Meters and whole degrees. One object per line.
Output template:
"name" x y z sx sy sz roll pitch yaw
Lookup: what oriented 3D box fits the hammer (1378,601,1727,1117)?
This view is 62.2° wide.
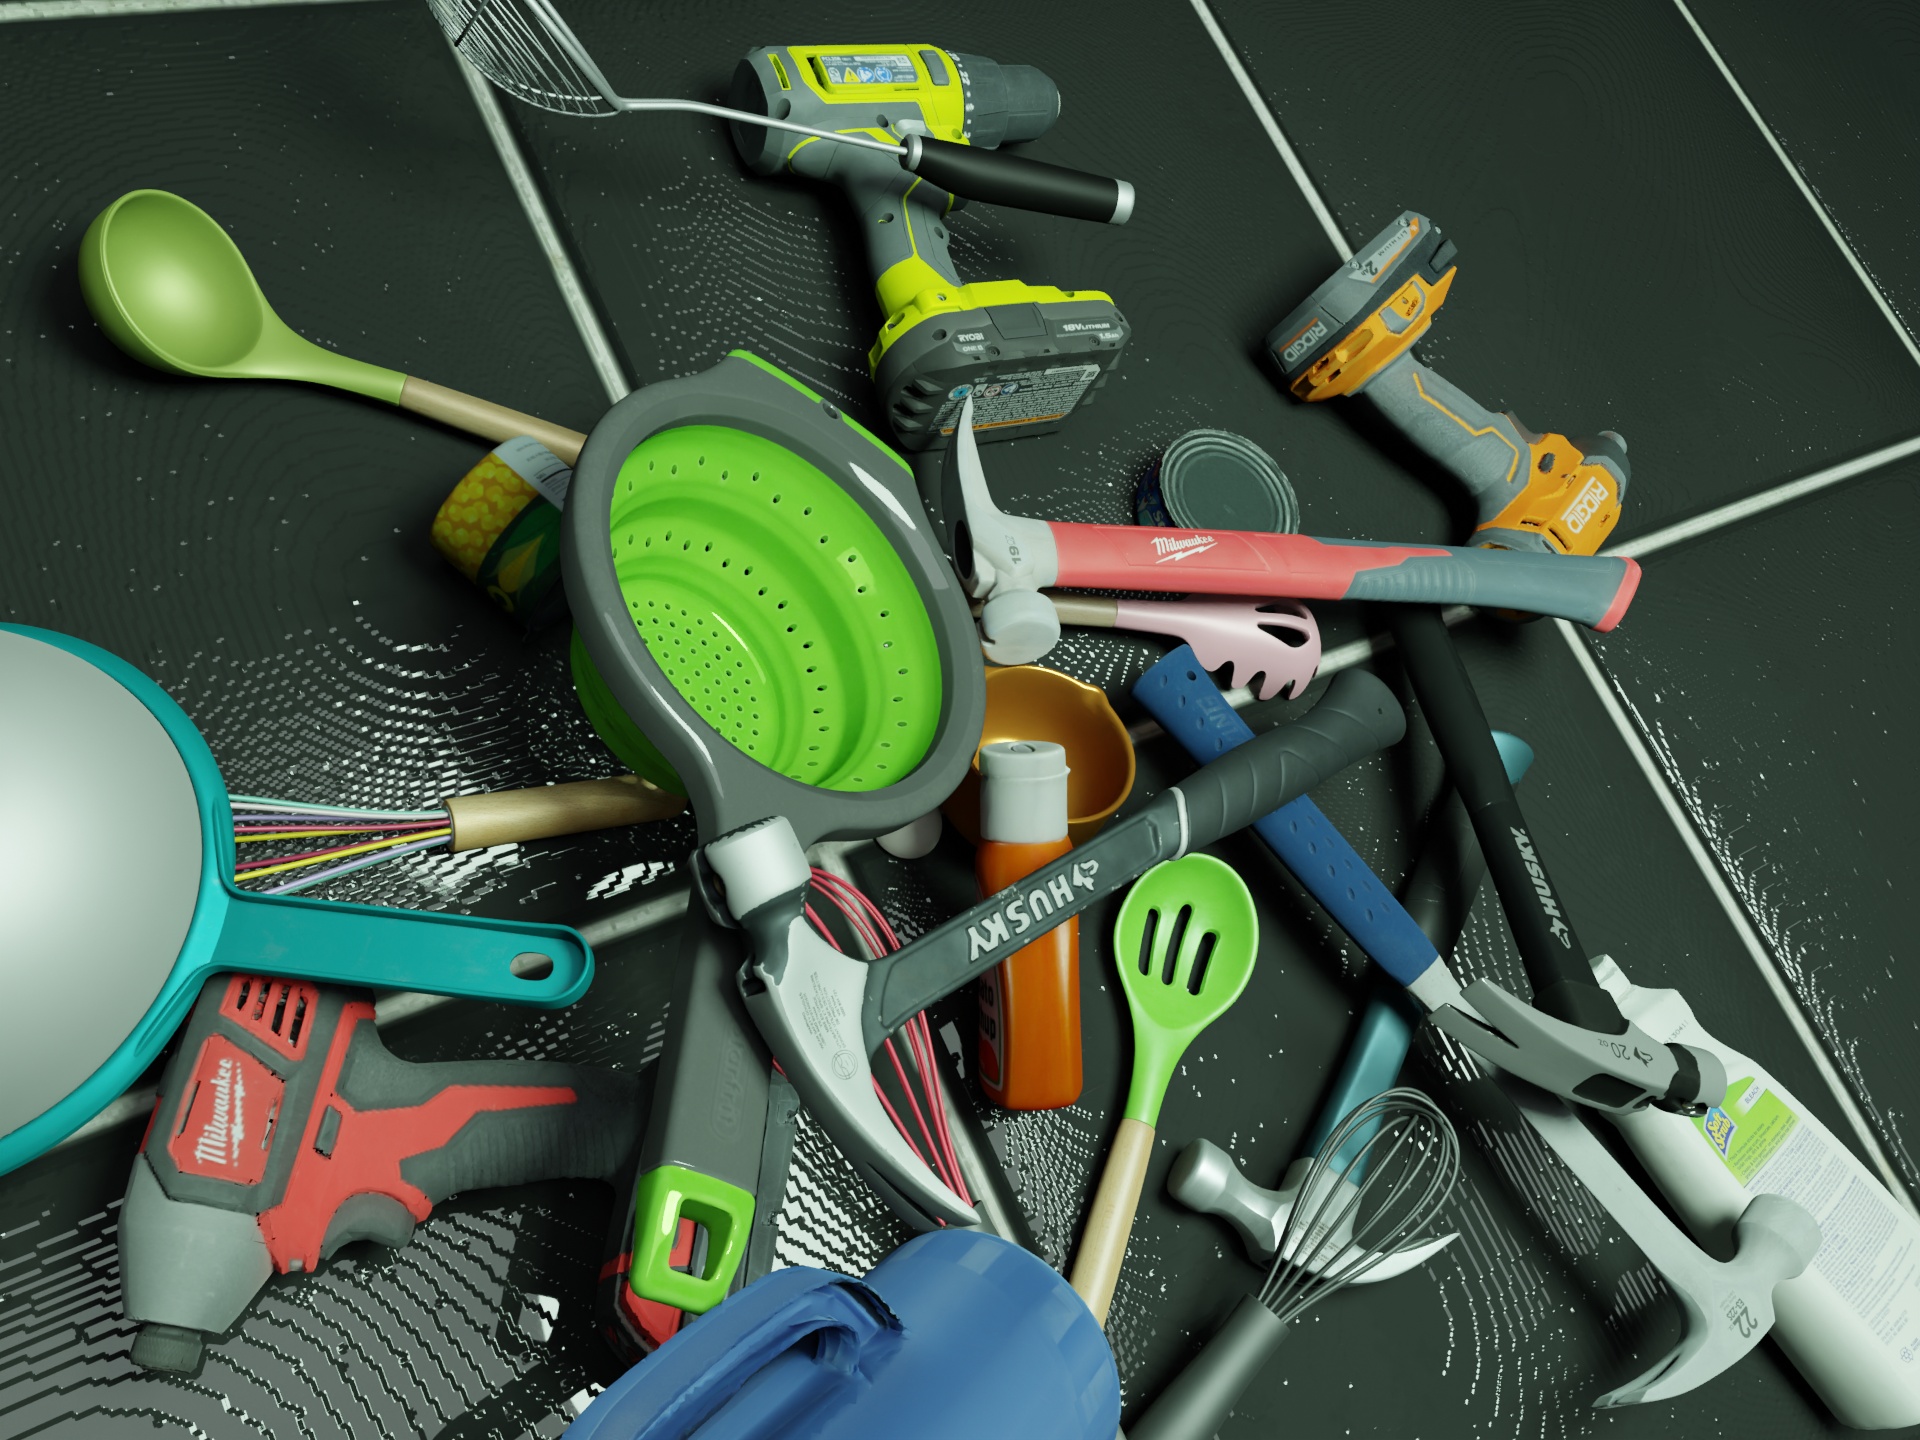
"hammer" 0.258 0.035 0.793 0.146 0.035 0.335 16 44 -25

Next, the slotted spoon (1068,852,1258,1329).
"slotted spoon" 0.068 0.200 0.695 0.070 0.031 0.314 24 61 -5

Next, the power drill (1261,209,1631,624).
"power drill" 0.303 -0.186 0.946 0.226 0.084 0.164 48 57 -2

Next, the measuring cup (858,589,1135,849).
"measuring cup" -0.001 -0.002 0.745 0.174 0.052 0.095 39 49 10

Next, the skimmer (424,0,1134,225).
"skimmer" -0.073 -0.309 0.746 0.363 0.090 0.127 5 29 -22

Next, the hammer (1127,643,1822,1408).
"hammer" 0.221 0.129 0.747 0.144 0.035 0.406 -34 78 -31

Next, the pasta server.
"pasta server" 0.049 -0.053 0.805 0.316 0.040 0.060 4 66 -18

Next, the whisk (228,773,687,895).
"whisk" -0.227 0.043 0.632 0.245 0.047 0.051 -8 80 -31

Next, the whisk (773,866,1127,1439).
"whisk" -0.011 0.182 0.639 0.073 0.073 0.296 -26 79 -31

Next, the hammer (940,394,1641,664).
"hammer" 0.179 -0.091 0.817 0.386 0.038 0.143 1 56 -20

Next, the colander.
"colander" -0.097 0.032 0.612 0.204 0.094 0.398 31 44 -30

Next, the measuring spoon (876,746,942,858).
"measuring spoon" -0.036 0.004 0.743 0.034 0.018 0.124 -10 71 -27

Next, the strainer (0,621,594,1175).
"strainer" -0.293 0.052 0.511 0.340 0.095 0.211 7 65 -1

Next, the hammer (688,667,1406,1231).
"hammer" 0.078 0.053 0.645 0.409 0.036 0.149 -23 88 -45

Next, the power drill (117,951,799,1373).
"power drill" -0.179 0.172 0.573 0.219 0.078 0.143 15 62 -13

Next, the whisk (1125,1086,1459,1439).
"whisk" 0.128 0.250 0.663 0.055 0.055 0.239 44 75 0

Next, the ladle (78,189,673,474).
"ladle" -0.220 -0.146 0.711 0.320 0.062 0.078 18 54 -18

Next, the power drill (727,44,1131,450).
"power drill" -0.001 -0.267 0.851 0.190 0.080 0.229 -13 70 -28

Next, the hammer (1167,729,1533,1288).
"hammer" 0.221 0.128 0.791 0.128 0.033 0.331 36 58 -4
